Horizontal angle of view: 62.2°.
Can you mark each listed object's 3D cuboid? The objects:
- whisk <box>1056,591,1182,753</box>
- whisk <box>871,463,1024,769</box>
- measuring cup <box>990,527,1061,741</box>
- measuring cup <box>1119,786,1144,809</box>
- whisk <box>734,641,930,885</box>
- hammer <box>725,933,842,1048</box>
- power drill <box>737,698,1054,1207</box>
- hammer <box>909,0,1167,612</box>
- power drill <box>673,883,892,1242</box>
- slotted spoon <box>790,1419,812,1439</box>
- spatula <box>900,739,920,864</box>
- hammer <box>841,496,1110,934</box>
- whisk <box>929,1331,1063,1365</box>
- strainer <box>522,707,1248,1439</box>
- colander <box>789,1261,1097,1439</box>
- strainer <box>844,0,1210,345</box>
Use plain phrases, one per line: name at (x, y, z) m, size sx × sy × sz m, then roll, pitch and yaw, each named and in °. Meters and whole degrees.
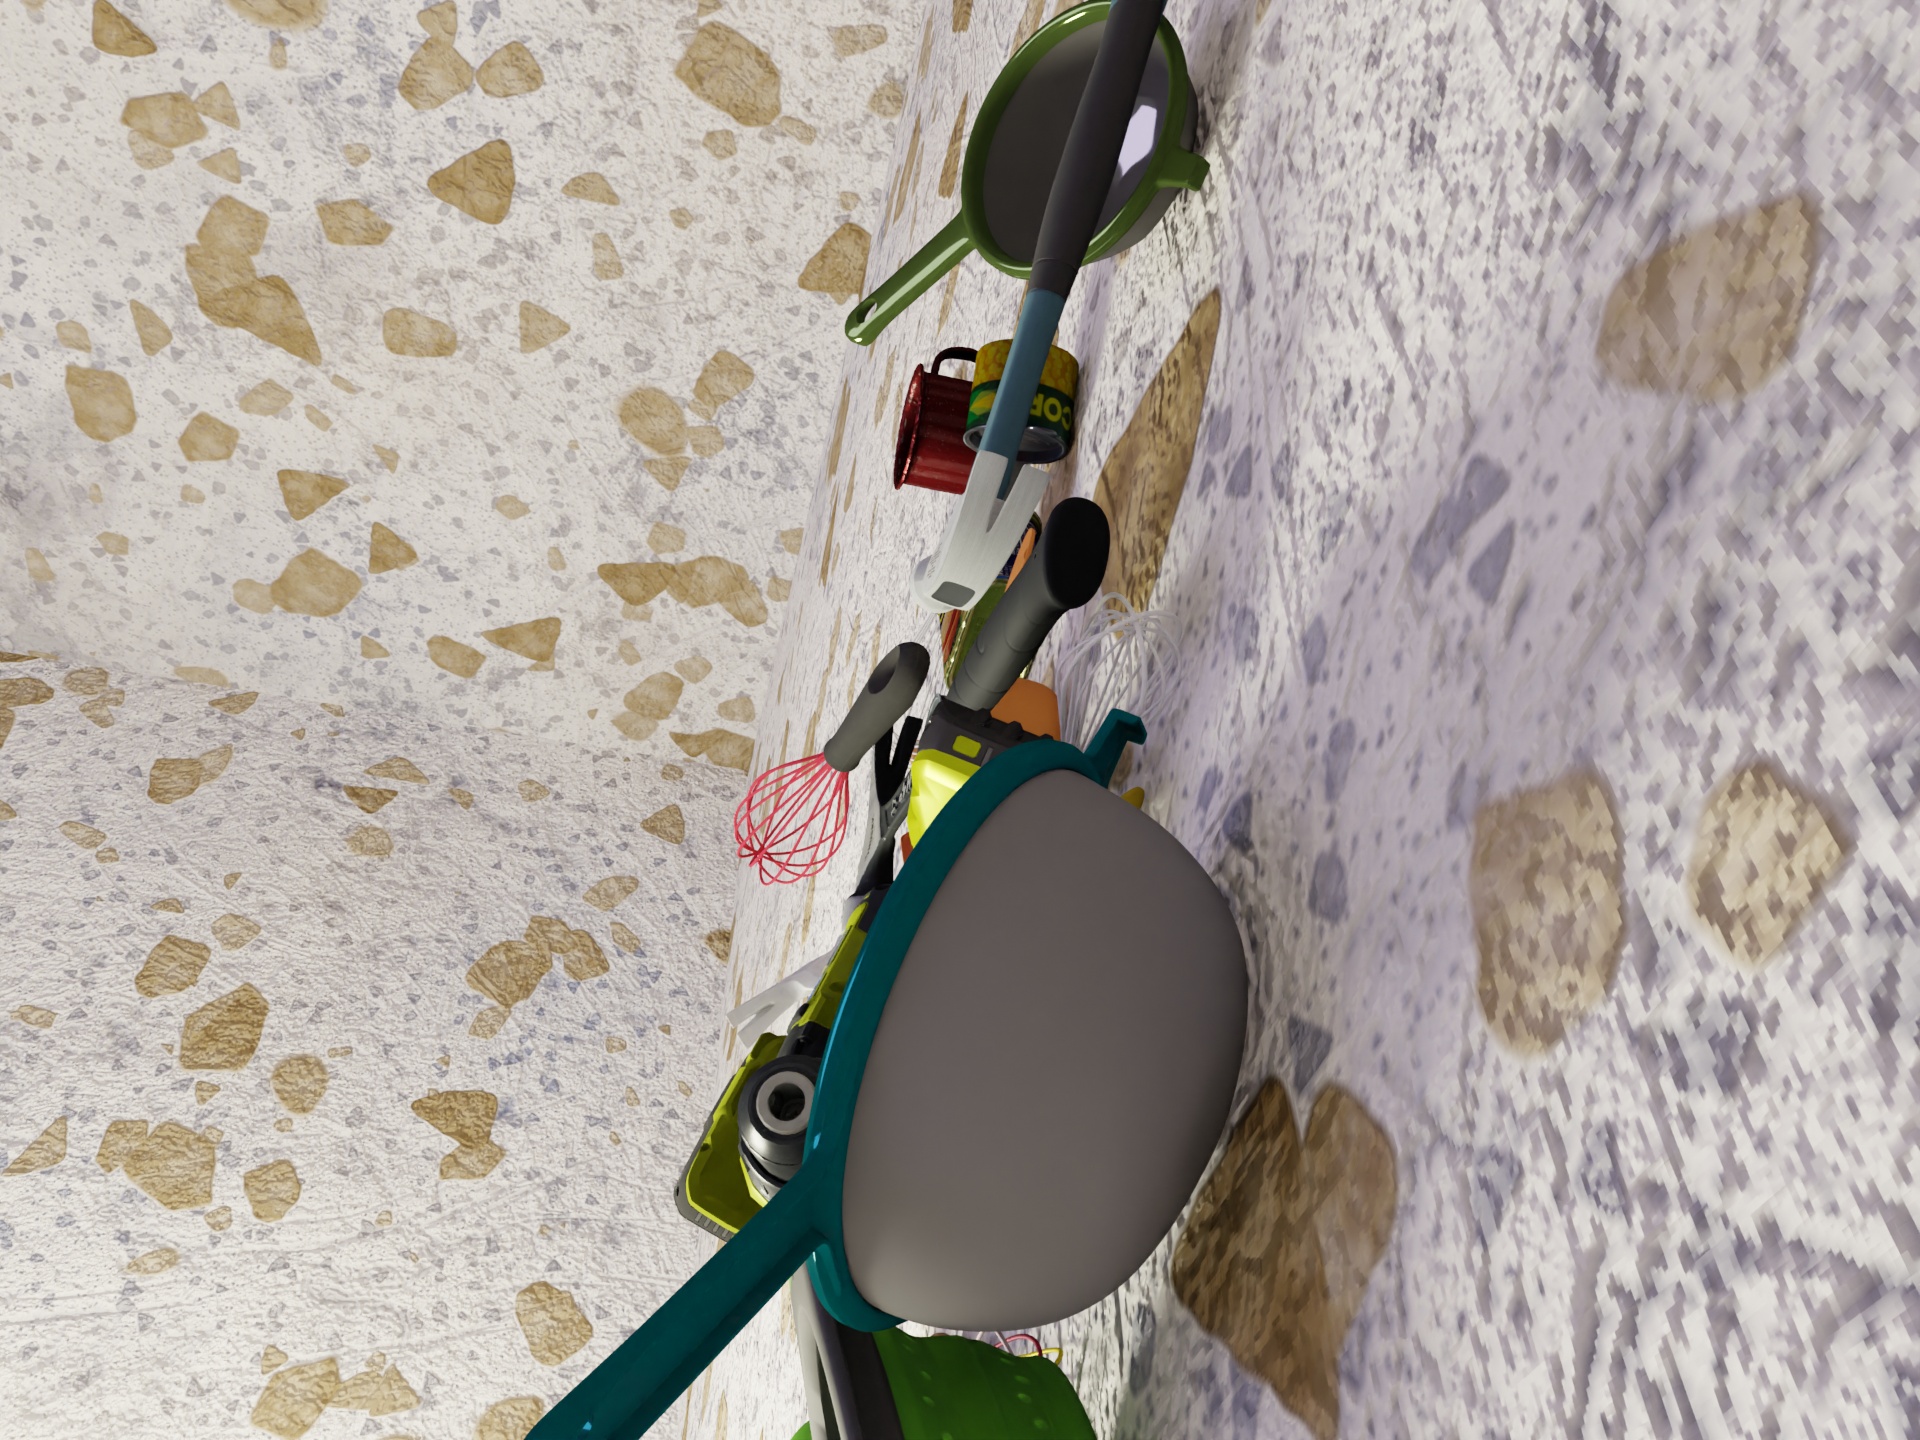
whisk at (0.055, 0.024, 0.775) m, size 0.058 × 0.059 × 0.246 m, roll 61°, pitch 154°, yaw 27°
whisk at (-0.004, -0.088, 1.153) m, size 0.070 × 0.070 × 0.284 m, roll -102°, pitch 29°, yaw -63°
measuring cup at (0.037, -0.020, 0.890) m, size 0.095 × 0.052 × 0.173 m, roll -110°, pitch 34°, yaw -68°
measuring cup at (0.050, 0.077, 0.669) m, size 0.156 × 0.029 × 0.062 m, roll -44°, pitch -38°, yaw -41°
whisk at (-0.078, 0.030, 0.967) m, size 0.295 × 0.073 × 0.073 m, roll 131°, pitch 148°, yaw -54°
hammer at (-0.080, 0.205, 1.194) m, size 0.035 × 0.144 × 0.405 m, roll 58°, pitch 161°, yaw -4°
power drill at (-0.022, 0.111, 0.683) m, size 0.190 × 0.080 × 0.229 m, roll 83°, pitch -148°, yaw -64°
hammer at (0.044, -0.213, 0.760) m, size 0.128 × 0.033 × 0.331 m, roll 176°, pitch 111°, yaw -79°
power drill at (-0.090, 0.213, 0.913) m, size 0.171 × 0.080 × 0.223 m, roll -61°, pitch 2°, yaw -43°
slotted spoon at (-0.067, 0.499, 0.799) m, size 0.314 × 0.031 × 0.070 m, roll -107°, pitch 25°, yaw -53°
spatula at (-0.029, 0.067, 1.182) m, size 0.323 × 0.041 × 0.081 m, roll -111°, pitch 8°, yaw -73°
hammer at (-0.001, -0.003, 0.844) m, size 0.408 × 0.036 × 0.149 m, roll 124°, pitch 155°, yaw -62°
whisk at (0.011, 0.317, 0.776) m, size 0.047 × 0.051 × 0.245 m, roll -62°, pitch 0°, yaw -19°
strainer at (0.012, 0.137, 0.485) m, size 0.340 × 0.095 × 0.211 m, roll -32°, pitch -48°, yaw -57°
colander at (0.025, 0.373, 0.552) m, size 0.204 × 0.094 × 0.397 m, roll 106°, pitch 152°, yaw -62°
strainer at (0.039, -0.276, 0.878) m, size 0.256 × 0.069 × 0.152 m, roll -31°, pitch 60°, yaw 37°
